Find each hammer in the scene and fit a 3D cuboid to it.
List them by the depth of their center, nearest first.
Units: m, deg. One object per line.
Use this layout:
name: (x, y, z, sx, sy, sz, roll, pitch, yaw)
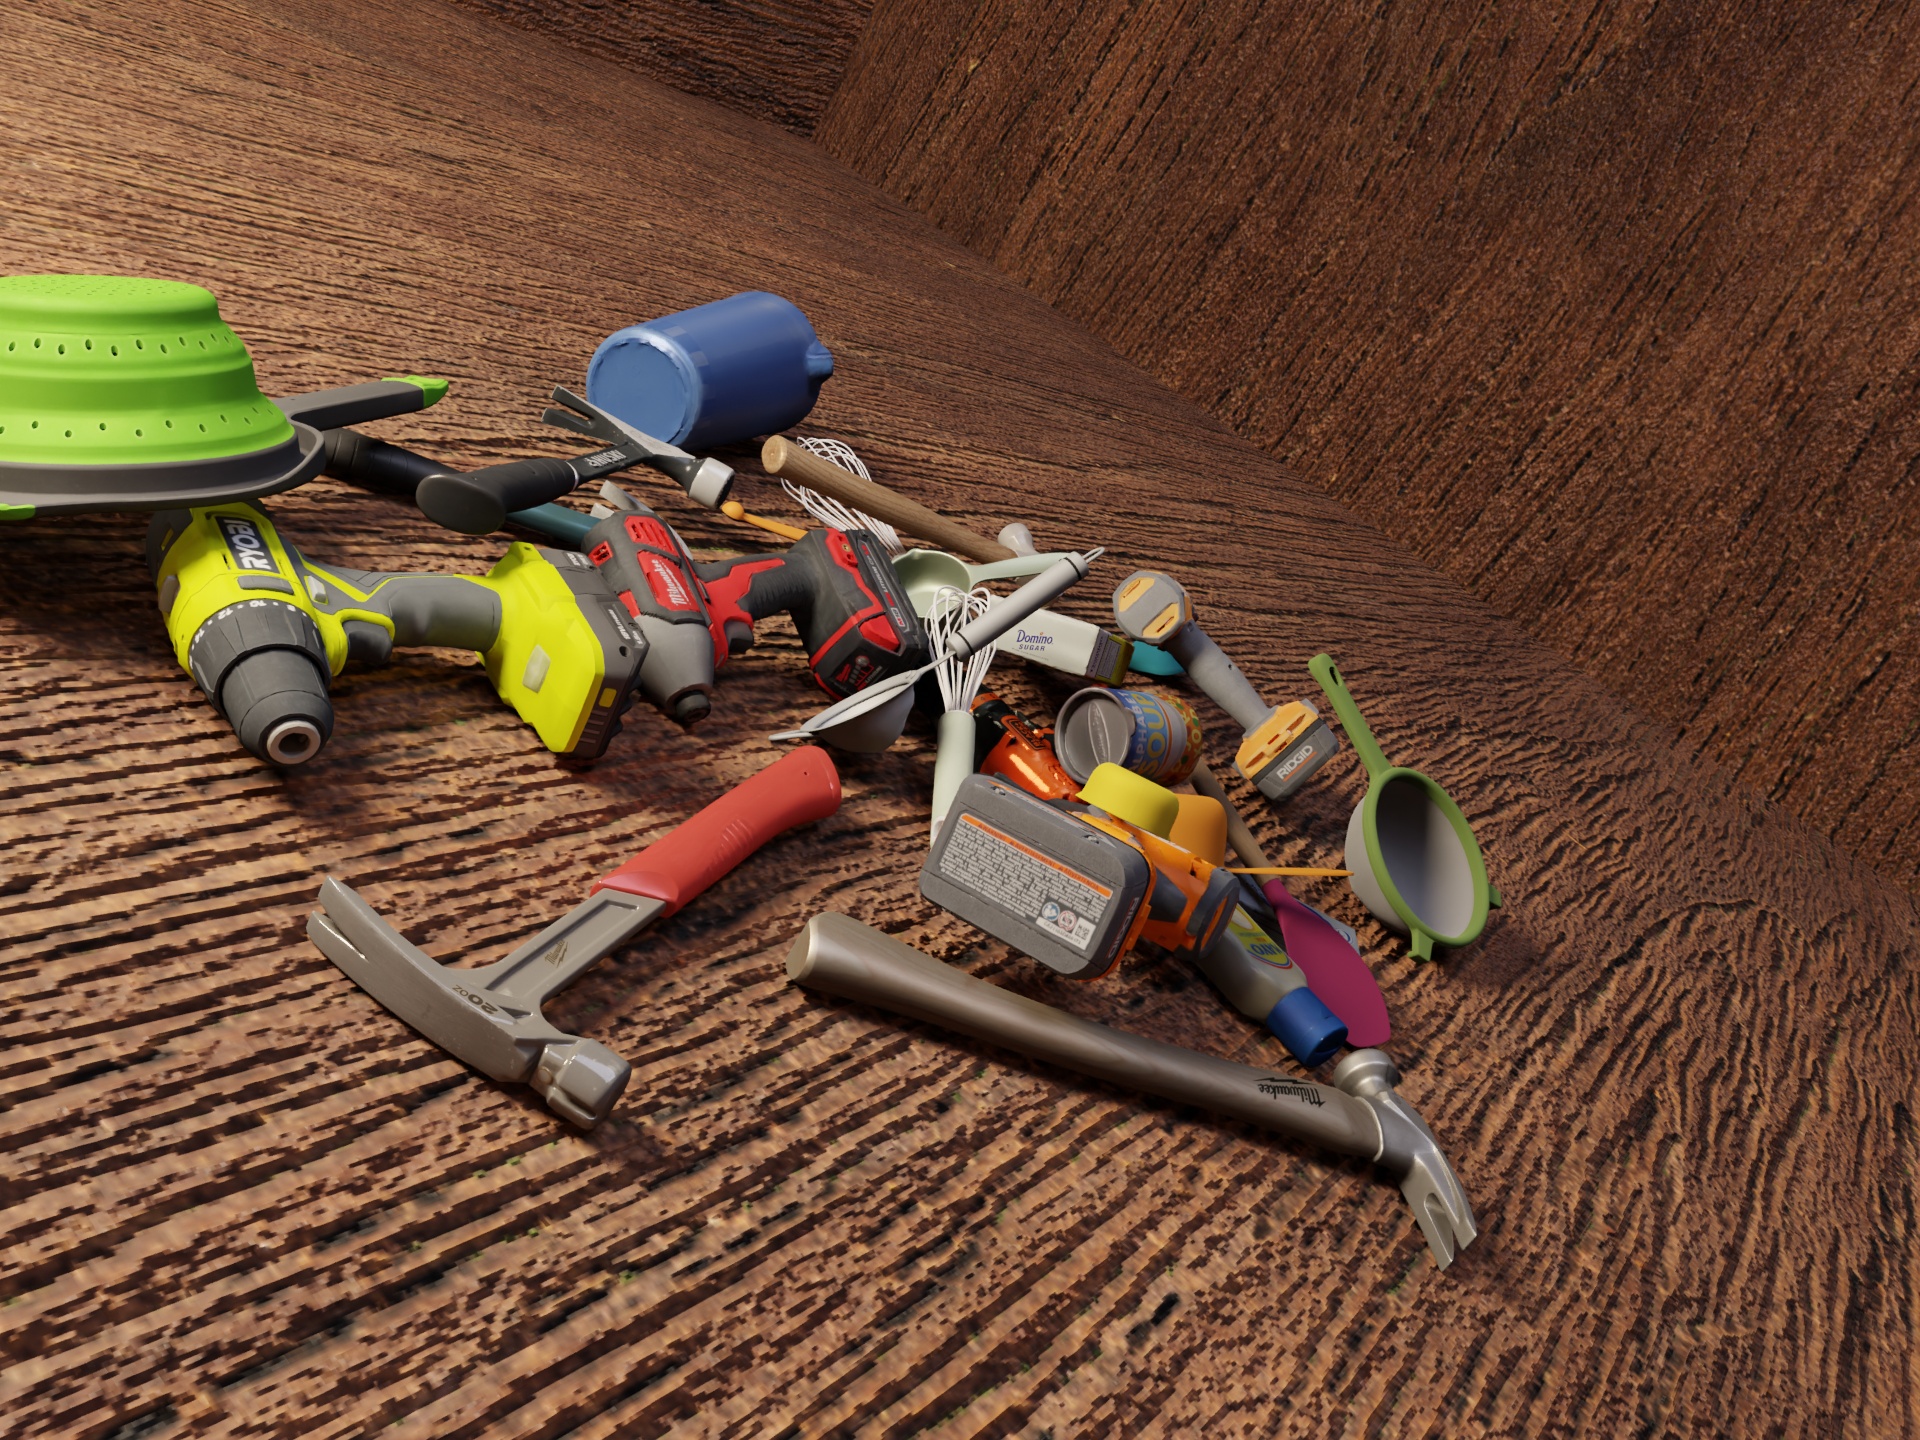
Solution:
hammer: (-0.154, 0.072, 0.799, 0.149, 0.036, 0.359, 33, 22, 7)
hammer: (0.098, 0.191, 0.863, 0.410, 0.038, 0.146, 21, 25, -21)
hammer: (-0.260, -0.166, 1.043, 0.149, 0.036, 0.409, 27, 14, -2)
hammer: (-0.335, -0.154, 1.059, 0.330, 0.033, 0.128, 17, 26, -30)
hammer: (-0.031, -0.166, 1.348, 0.331, 0.031, 0.130, 19, 31, -42)

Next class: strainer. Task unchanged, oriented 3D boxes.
strainer: (-0.006, -0.041, 1.040, 0.050, 0.258, 0.087, 57, -12, -12)
strainer: (0.329, 0.071, 1.285, 0.151, 0.069, 0.256, -19, 80, -46)

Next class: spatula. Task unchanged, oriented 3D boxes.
spatula: (0.114, -0.078, 1.451, 0.317, 0.044, 0.082, 8, 28, -42)

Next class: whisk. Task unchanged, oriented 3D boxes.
whisk: (-0.002, -0.003, 1.065, 0.059, 0.058, 0.247, 38, 37, -31)
whisk: (-0.067, -0.152, 1.373, 0.070, 0.070, 0.285, 2, 41, -51)

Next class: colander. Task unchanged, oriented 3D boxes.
colander: (-0.406, -0.196, 0.870, 0.204, 0.094, 0.397, 10, 20, 14)

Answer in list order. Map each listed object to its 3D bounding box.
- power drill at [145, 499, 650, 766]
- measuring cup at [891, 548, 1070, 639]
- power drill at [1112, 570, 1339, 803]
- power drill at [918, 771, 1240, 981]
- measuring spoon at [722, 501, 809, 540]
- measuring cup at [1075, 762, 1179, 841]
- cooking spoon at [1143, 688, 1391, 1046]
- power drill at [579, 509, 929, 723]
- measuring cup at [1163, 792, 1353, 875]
power drill: (-0.284, -0.038, 0.819, 0.228, 0.080, 0.191, 5, 32, -42)
measuring cup: (0.016, -0.107, 1.294, 0.167, 0.038, 0.083, -11, 50, -9)
power drill: (0.226, -0.039, 1.393, 0.226, 0.084, 0.185, 47, 10, 6)
power drill: (0.063, 0.086, 0.945, 0.164, 0.084, 0.226, 27, 6, 23)
measuring spoon: (-0.148, -0.165, 1.347, 0.116, 0.011, 0.021, 15, 27, -34)
measuring cup: (0.103, 0.044, 0.979, 0.062, 0.029, 0.156, 26, 3, 1)
cooking spoon: (0.208, 0.097, 1.135, 0.068, 0.017, 0.319, -3, 49, -34)
power drill: (-0.134, -0.065, 1.048, 0.219, 0.078, 0.143, -3, 59, -46)
measuring cup: (0.180, 0.077, 1.084, 0.173, 0.052, 0.095, 3, -2, 8)
